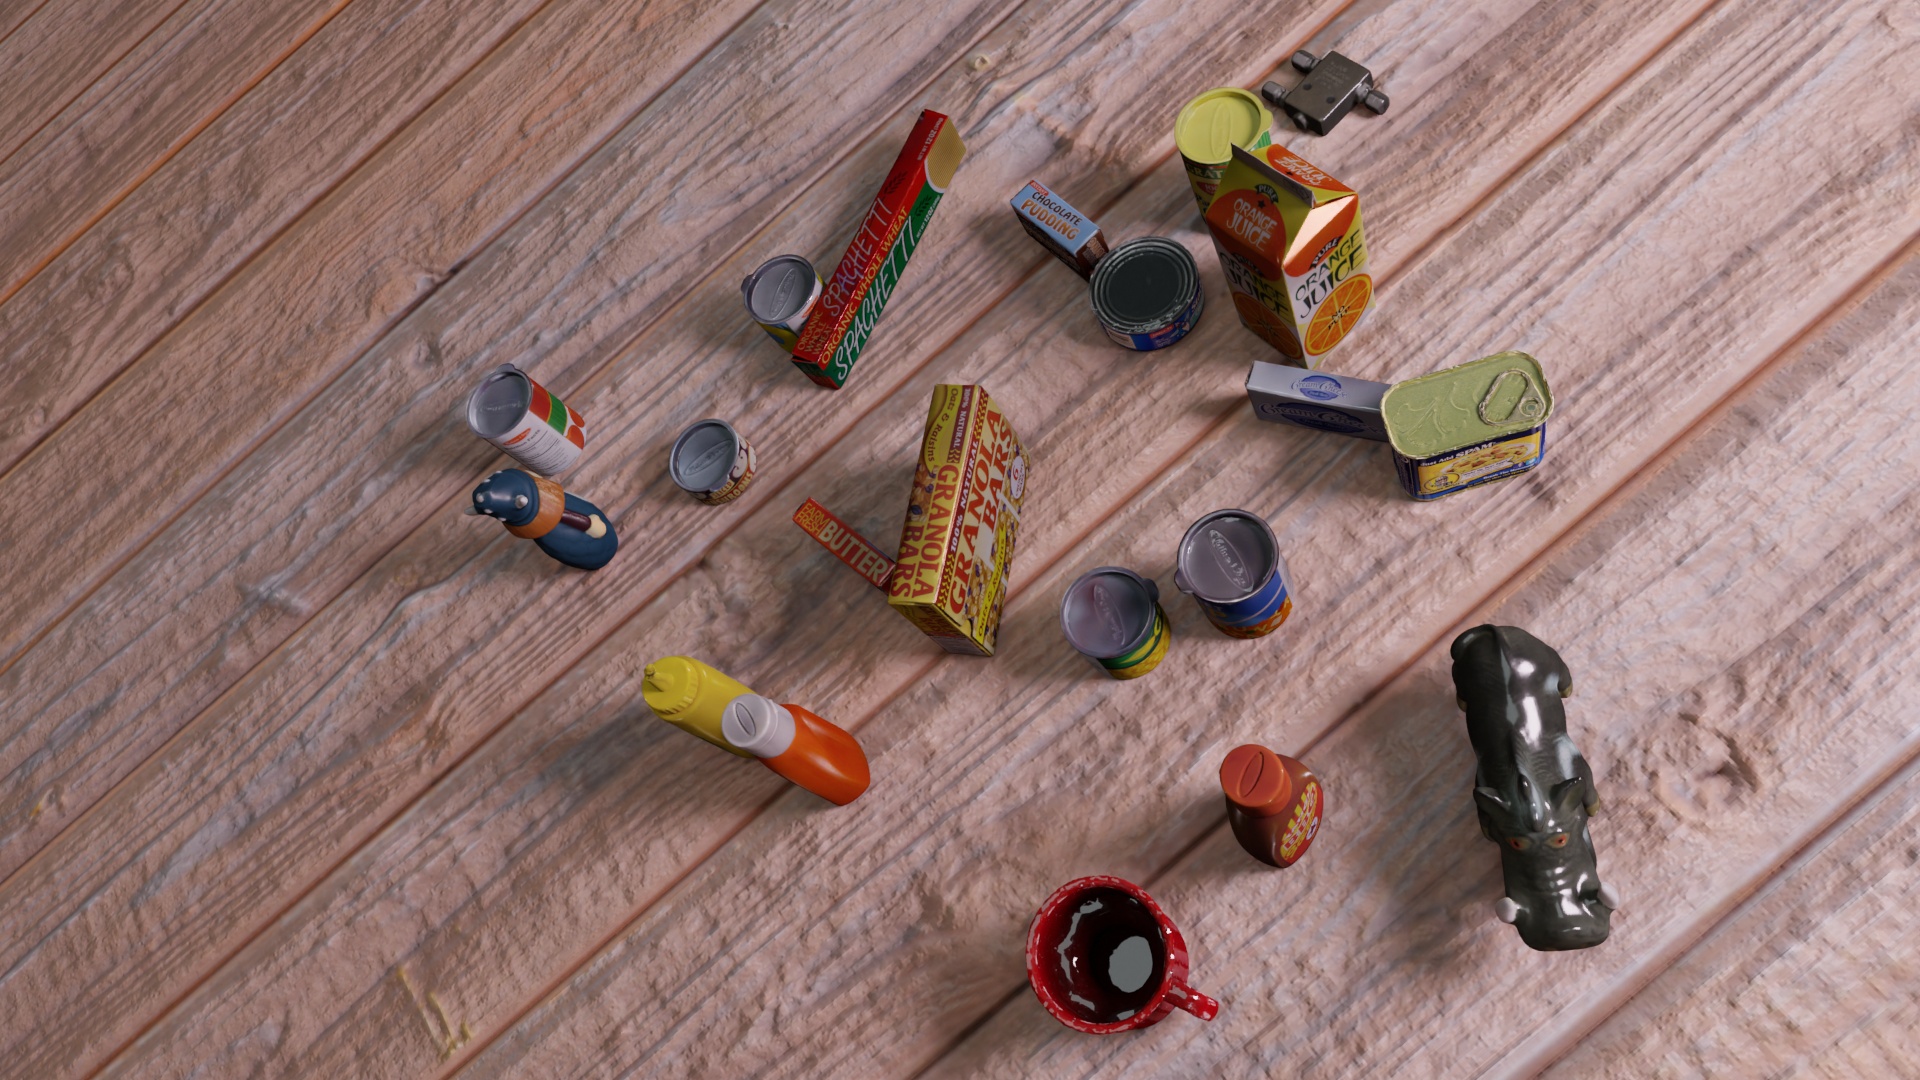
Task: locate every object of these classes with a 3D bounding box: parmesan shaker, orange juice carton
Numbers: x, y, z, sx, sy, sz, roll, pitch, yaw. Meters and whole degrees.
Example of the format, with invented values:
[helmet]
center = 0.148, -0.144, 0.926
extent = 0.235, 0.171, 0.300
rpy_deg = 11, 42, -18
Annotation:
[parmesan shaker]
center = 0.207, -0.282, 1.047
extent = 0.071, 0.103, 0.071
rpy_deg = -8, 66, 18
[orange juice carton]
center = 0.227, -0.201, 0.954
extent = 0.073, 0.192, 0.072
rpy_deg = -45, 60, -1

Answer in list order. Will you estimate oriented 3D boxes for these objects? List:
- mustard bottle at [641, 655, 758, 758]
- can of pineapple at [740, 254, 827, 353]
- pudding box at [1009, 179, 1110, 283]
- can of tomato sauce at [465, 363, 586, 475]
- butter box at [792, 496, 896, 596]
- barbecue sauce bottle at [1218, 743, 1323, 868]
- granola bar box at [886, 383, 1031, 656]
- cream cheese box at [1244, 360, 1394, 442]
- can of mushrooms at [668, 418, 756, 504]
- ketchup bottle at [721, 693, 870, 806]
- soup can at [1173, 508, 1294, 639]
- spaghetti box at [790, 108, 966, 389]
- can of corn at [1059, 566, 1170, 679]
[mustard bottle]
center = -0.188, 0.115, 1.000
extent = 0.065, 0.160, 0.049
rpy_deg = 28, 81, 28
[can of pineapple]
center = -0.141, -0.199, 1.173
extent = 0.071, 0.057, 0.071
rpy_deg = -8, 66, 18
[pudding box]
center = 0.082, -0.248, 1.112
extent = 0.030, 0.049, 0.084
rpy_deg = -44, 60, 0
[can of tomato sauce]
center = -0.376, -0.104, 1.209
extent = 0.071, 0.083, 0.071
rpy_deg = -8, 66, 18
[butter box]
center = -0.079, 0.009, 1.064
extent = 0.104, 0.053, 0.024
rpy_deg = 36, 85, 29
[barbecue sauce bottle]
center = 0.188, 0.157, 0.844
extent = 0.044, 0.148, 0.065
rpy_deg = 22, 78, 27
[granola bar box]
center = 0.004, -0.013, 1.000
extent = 0.039, 0.124, 0.166
rpy_deg = 3, 70, 23
[cream cheese box]
center = 0.256, -0.097, 0.979
extent = 0.104, 0.053, 0.024
rpy_deg = 14, 75, 26
[can of mushrooms]
center = -0.205, -0.063, 1.154
extent = 0.071, 0.033, 0.071
rpy_deg = -8, 66, 18
[ketchup bottle]
center = -0.115, 0.142, 0.967
extent = 0.043, 0.148, 0.065
rpy_deg = -38, 61, 3
[soup can]
center = 0.185, 0.025, 0.937
extent = 0.071, 0.083, 0.071
rpy_deg = -8, 66, 18
[spaghetti box]
center = -0.067, -0.244, 1.167
extent = 0.029, 0.050, 0.250
rpy_deg = 20, 77, 27
[can of corn]
center = 0.111, 0.057, 0.967
extent = 0.071, 0.058, 0.071
rpy_deg = -8, 66, 18
